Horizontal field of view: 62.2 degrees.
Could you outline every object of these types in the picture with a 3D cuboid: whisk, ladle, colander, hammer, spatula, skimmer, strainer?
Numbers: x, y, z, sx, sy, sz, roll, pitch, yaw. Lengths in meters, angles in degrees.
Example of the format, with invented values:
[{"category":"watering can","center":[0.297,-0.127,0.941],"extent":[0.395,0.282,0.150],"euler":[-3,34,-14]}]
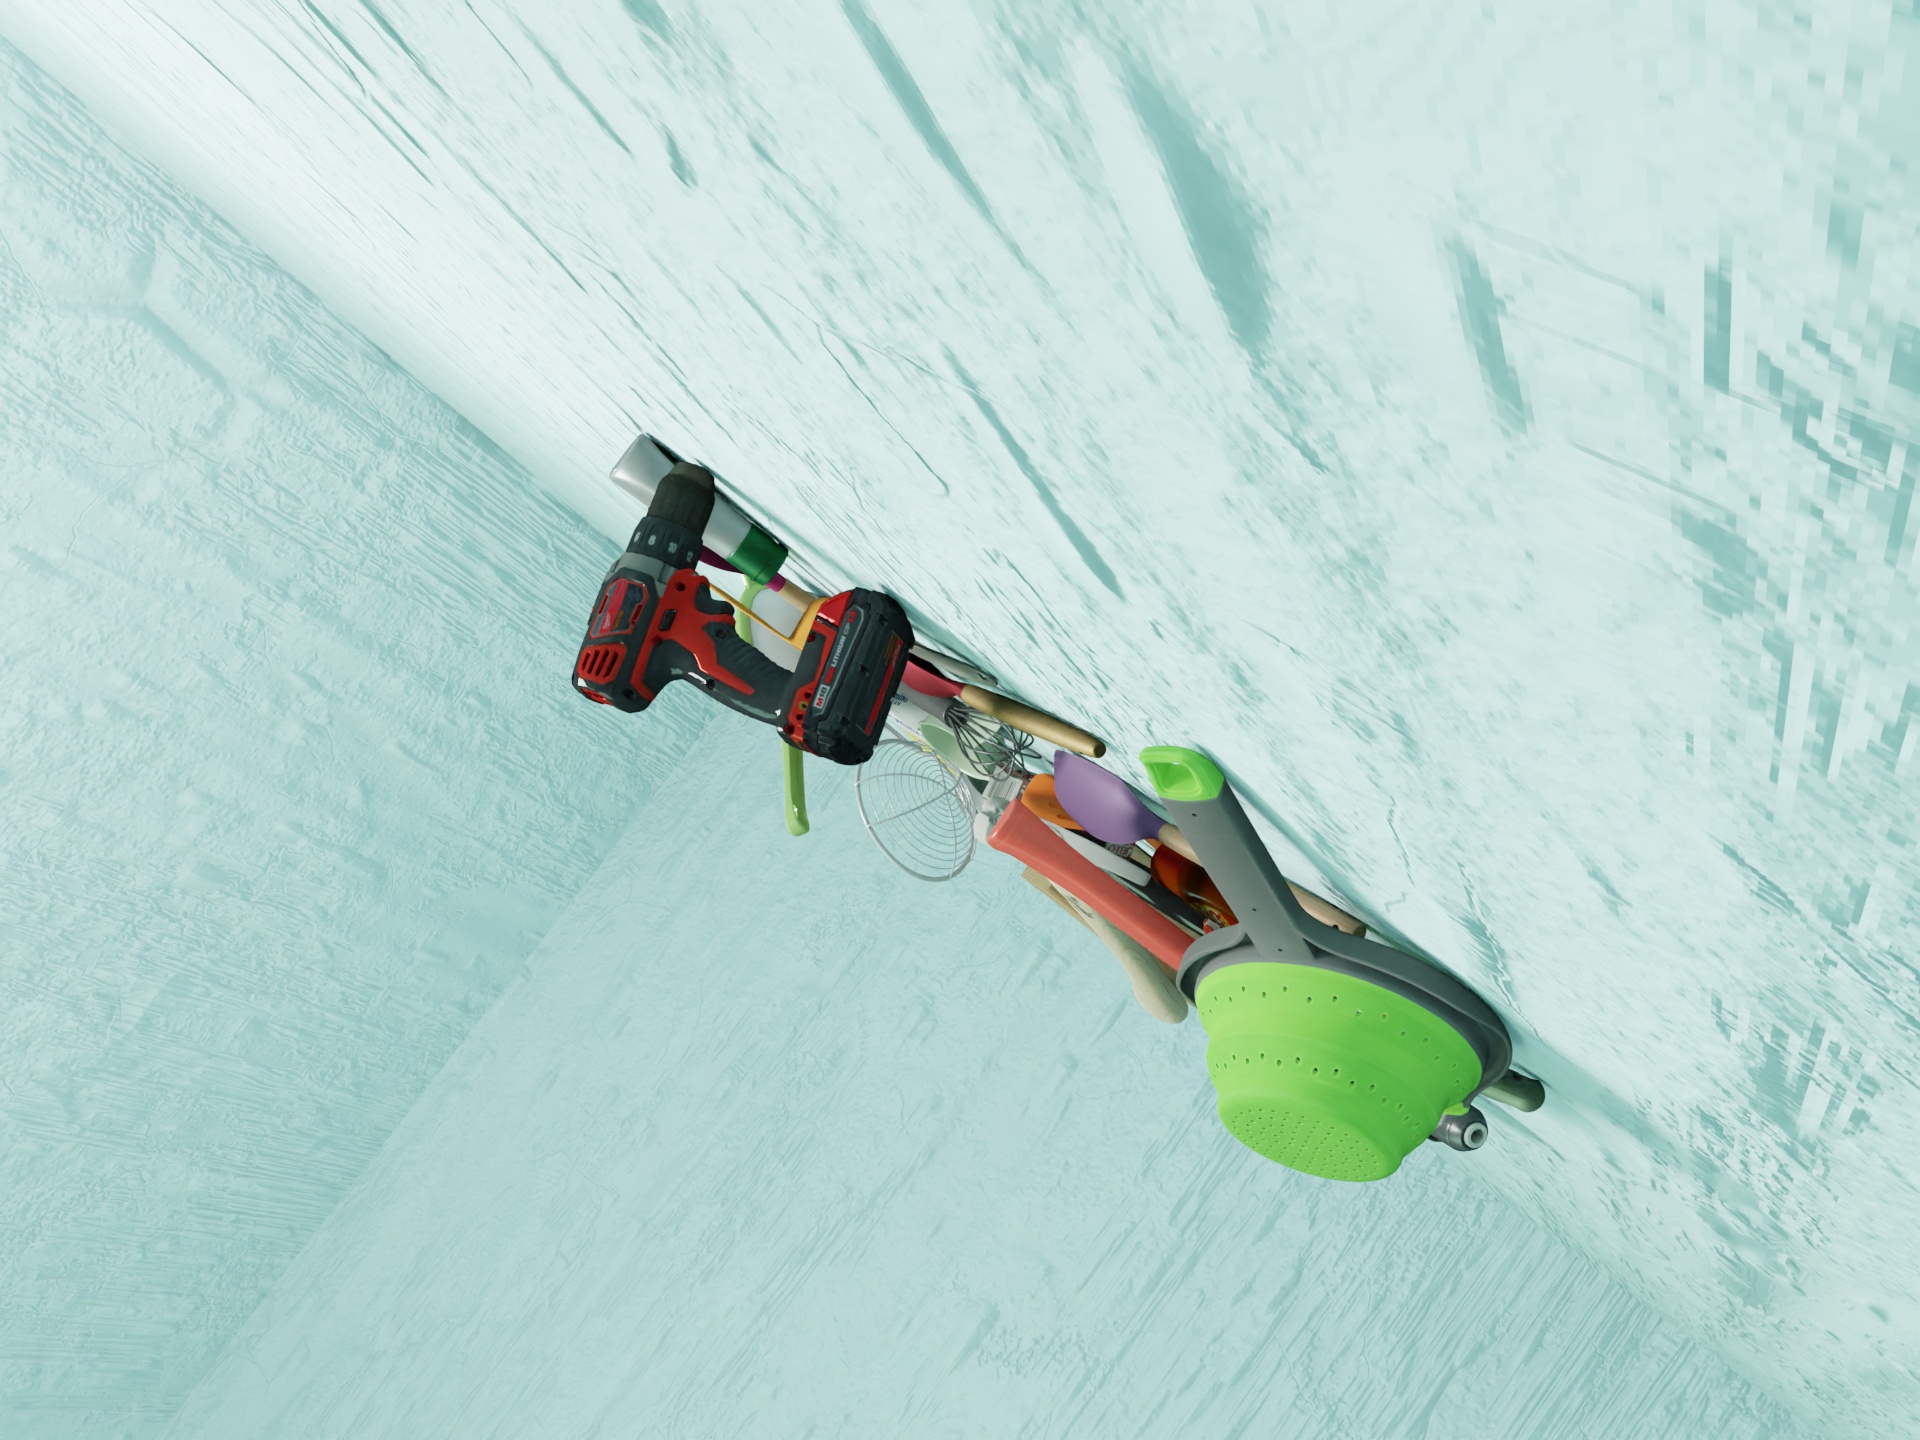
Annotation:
[{"category":"whisk","center":[0.304,0.222,1.135],"extent":[0.057,0.059,0.246],"euler":[0,-168,-40]},{"category":"ladle","center":[0.020,-0.014,1.154],"extent":[0.069,0.031,0.316],"euler":[33,176,-29]},{"category":"whisk","center":[-0.001,-0.005,1.283],"extent":[0.055,0.055,0.239],"euler":[40,178,-30]},{"category":"colander","center":[0.182,0.164,0.910],"extent":[0.204,0.094,0.396],"euler":[0,142,36]},{"category":"hammer","center":[0.173,0.172,1.108],"extent":[0.359,0.037,0.149],"euler":[37,161,-8]},{"category":"spatula","center":[0.156,0.087,1.083],"extent":[0.316,0.018,0.059],"euler":[26,126,53]},{"category":"skimmer","center":[-0.077,0.036,1.423],"extent":[0.127,0.090,0.364],"euler":[35,-178,-25]},{"category":"hammer","center":[0.140,0.129,1.436],"extent":[0.331,0.033,0.128],"euler":[31,-154,11]},{"category":"strainer","center":[-0.125,-0.019,1.370],"extent":[0.151,0.069,0.257],"euler":[45,-150,-47]},{"category":"hammer","center":[0.141,0.187,1.353],"extent":[0.146,0.038,0.410],"euler":[25,164,32]},{"category":"spatula","center":[0.191,0.135,1.230],"extent":[0.323,0.041,0.081],"euler":[35,151,10]}]

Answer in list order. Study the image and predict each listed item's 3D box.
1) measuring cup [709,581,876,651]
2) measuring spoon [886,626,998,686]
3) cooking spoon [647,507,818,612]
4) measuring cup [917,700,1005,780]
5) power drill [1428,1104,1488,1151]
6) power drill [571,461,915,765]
[{"category":"measuring cup","center":[-0.126,-0.086,1.292],"extent":[0.173,0.052,0.095],"euler":[33,177,-16]},{"category":"measuring spoon","center":[-0.016,-0.051,1.149],"extent":[0.124,0.018,0.034],"euler":[25,160,37]},{"category":"cooking spoon","center":[-0.133,-0.100,1.346],"extent":[0.318,0.069,0.017],"euler":[34,135,-28]},{"category":"measuring cup","center":[0.016,0.004,1.363],"extent":[0.083,0.038,0.167],"euler":[39,160,-3]},{"category":"power drill","center":[0.356,0.301,1.440],"extent":[0.228,0.080,0.191],"euler":[36,176,-22]},{"category":"power drill","center":[-0.151,-0.077,1.130],"extent":[0.227,0.188,0.080],"euler":[16,169,17]}]
